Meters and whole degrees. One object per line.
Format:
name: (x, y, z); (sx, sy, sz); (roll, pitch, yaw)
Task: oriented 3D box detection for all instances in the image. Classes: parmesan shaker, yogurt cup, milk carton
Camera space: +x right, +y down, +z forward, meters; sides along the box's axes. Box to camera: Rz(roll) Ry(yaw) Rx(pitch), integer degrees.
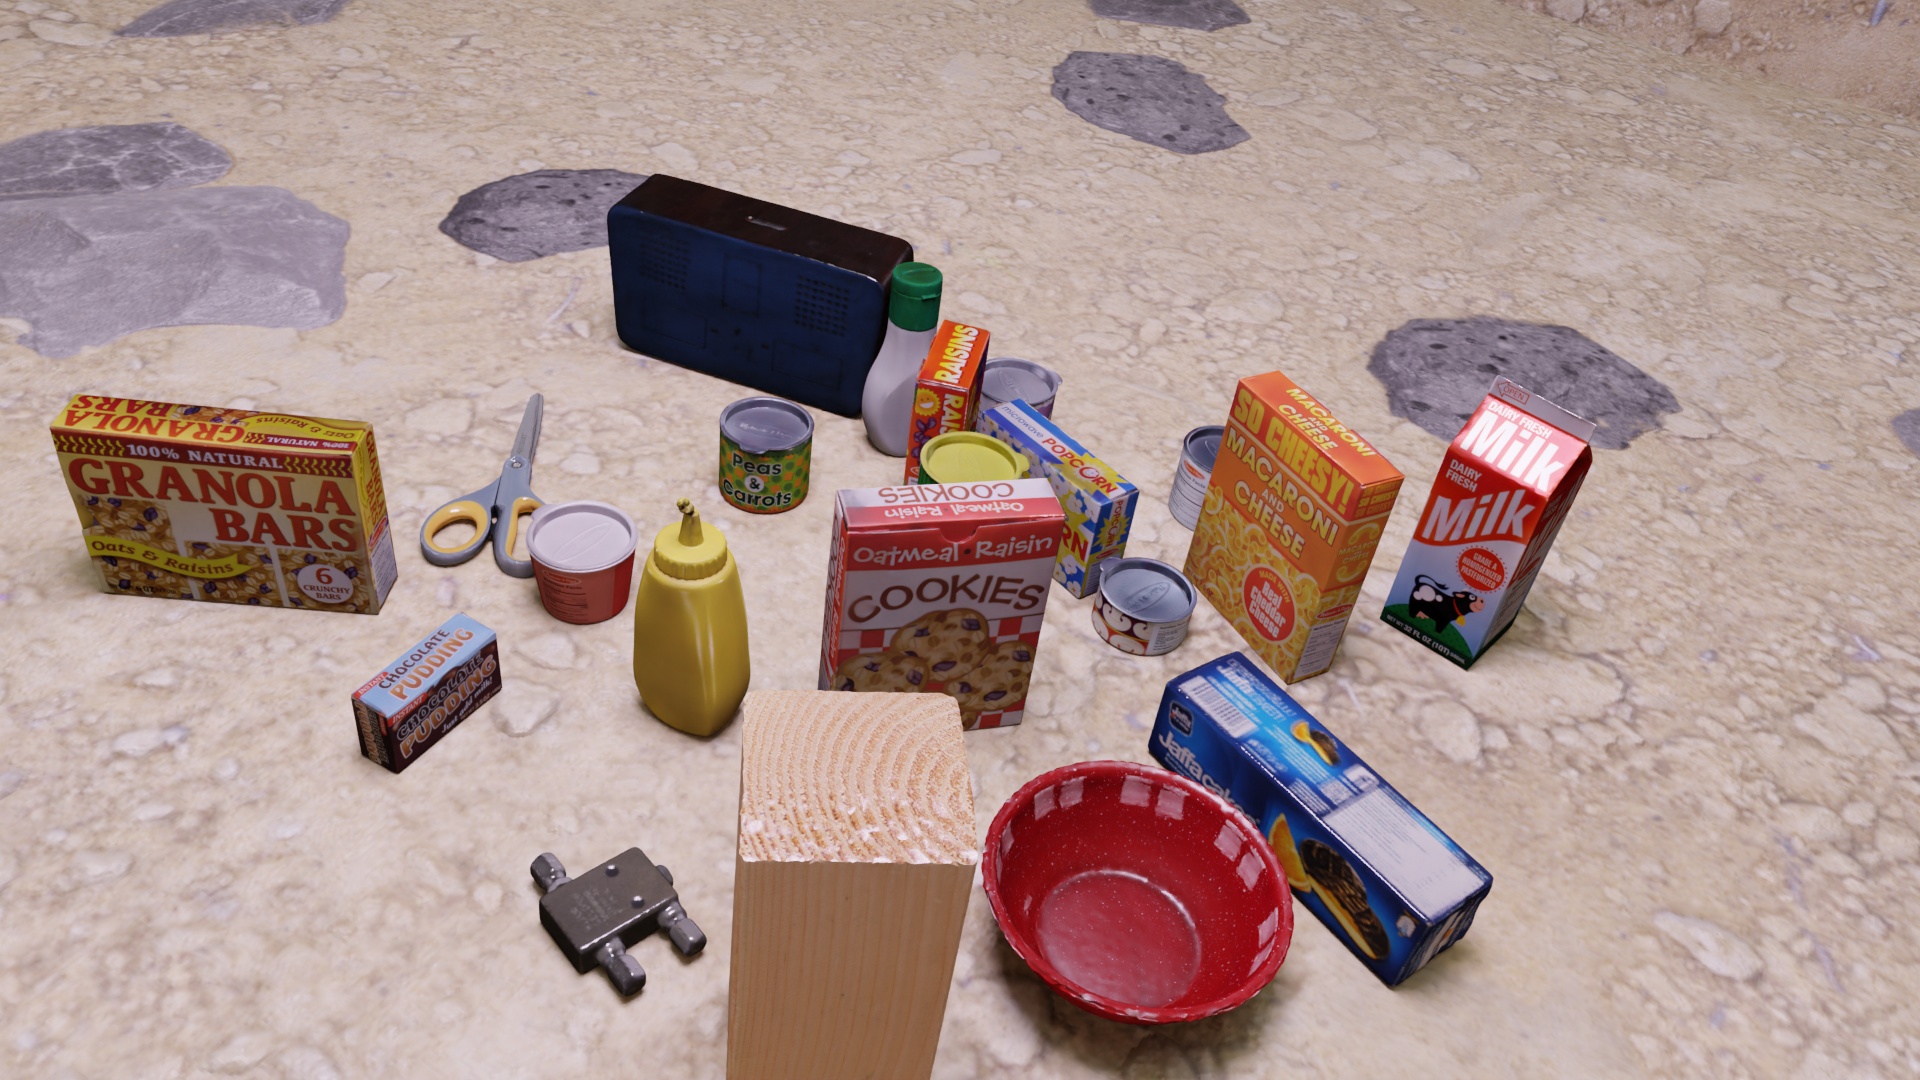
parmesan shaker: (0.003, -0.012, 0.922); (0.071, 0.102, 0.072); (6, 38, -5)
yogurt cup: (-0.238, 0.016, 0.878); (0.072, 0.053, 0.073); (6, 39, -5)
milk carton: (0.356, -0.015, 0.929); (0.072, 0.189, 0.074); (35, 45, 29)

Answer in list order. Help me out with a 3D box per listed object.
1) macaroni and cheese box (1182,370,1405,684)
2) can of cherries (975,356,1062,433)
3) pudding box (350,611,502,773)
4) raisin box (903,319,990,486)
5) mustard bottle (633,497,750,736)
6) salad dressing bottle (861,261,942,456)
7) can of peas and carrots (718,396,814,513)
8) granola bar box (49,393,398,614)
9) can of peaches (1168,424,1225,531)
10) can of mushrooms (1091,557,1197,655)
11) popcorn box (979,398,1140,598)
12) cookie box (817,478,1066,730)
macaroni and cheese box: (0.213, -0.009, 0.911); (0.040, 0.165, 0.124); (-14, 44, -26)
can of cherries: (0.041, -0.100, 1.076); (0.071, 0.058, 0.072); (6, 39, -5)
pudding box: (-0.300, 0.084, 0.783); (0.030, 0.049, 0.084); (24, 41, 17)
raisin box: (-0.011, -0.082, 0.990); (0.040, 0.122, 0.086); (13, 38, 5)
mustard bottle: (-0.151, 0.039, 0.783); (0.065, 0.159, 0.049); (24, 41, 18)
salad dressing bottle: (-0.038, -0.133, 1.030); (0.064, 0.146, 0.044); (-14, 44, -27)
can of peas and carrots: (-0.139, -0.059, 0.988); (0.071, 0.058, 0.071); (6, 39, -5)
granola bar box: (-0.432, -0.019, 0.825); (0.166, 0.123, 0.039); (5, 39, -5)
can of peaches: (0.195, -0.044, 1.039); (0.071, 0.057, 0.071); (6, 39, -5)
can of mushrooms: (0.121, 0.043, 0.935); (0.071, 0.033, 0.071); (6, 39, -5)
popcorn box: (0.062, -0.031, 0.973); (0.038, 0.084, 0.127); (-22, 48, -33)
cookie box: (-0.015, 0.043, 0.799); (0.123, 0.166, 0.040); (-4, 40, -16)
